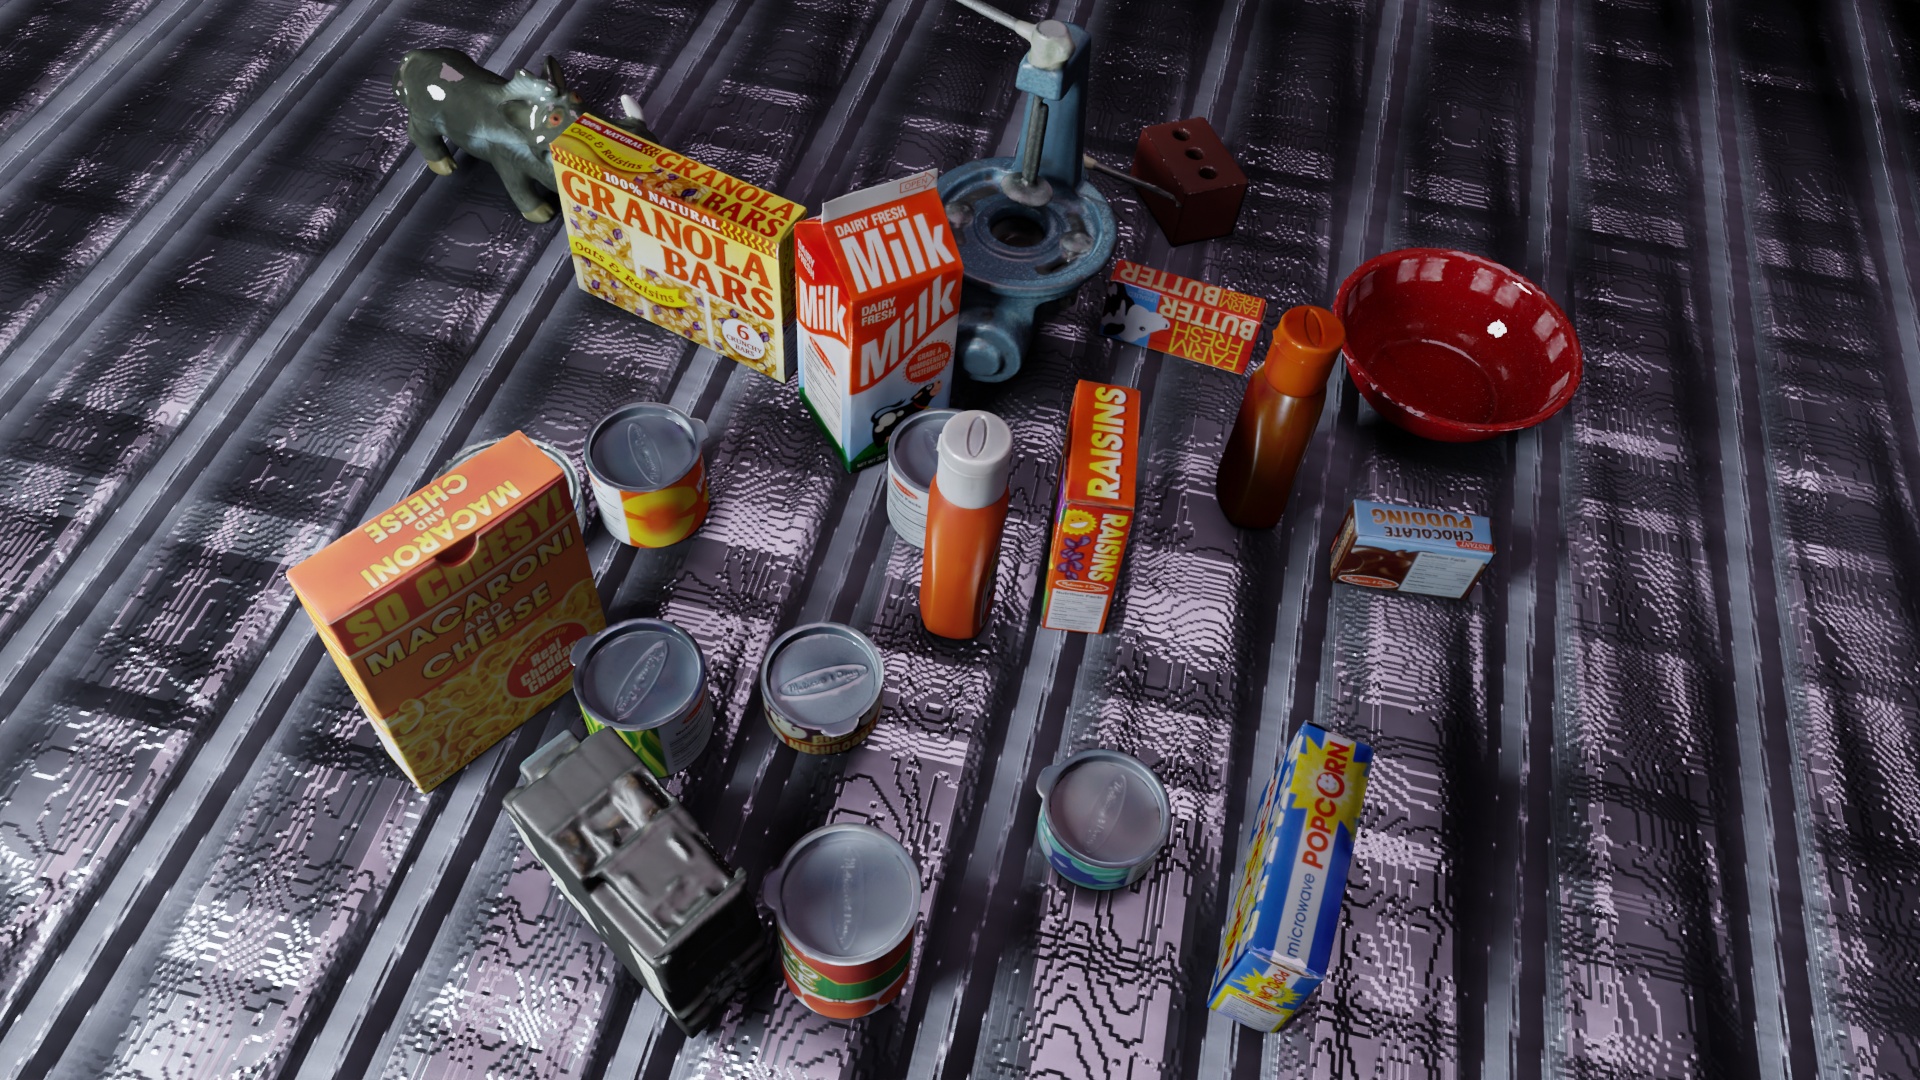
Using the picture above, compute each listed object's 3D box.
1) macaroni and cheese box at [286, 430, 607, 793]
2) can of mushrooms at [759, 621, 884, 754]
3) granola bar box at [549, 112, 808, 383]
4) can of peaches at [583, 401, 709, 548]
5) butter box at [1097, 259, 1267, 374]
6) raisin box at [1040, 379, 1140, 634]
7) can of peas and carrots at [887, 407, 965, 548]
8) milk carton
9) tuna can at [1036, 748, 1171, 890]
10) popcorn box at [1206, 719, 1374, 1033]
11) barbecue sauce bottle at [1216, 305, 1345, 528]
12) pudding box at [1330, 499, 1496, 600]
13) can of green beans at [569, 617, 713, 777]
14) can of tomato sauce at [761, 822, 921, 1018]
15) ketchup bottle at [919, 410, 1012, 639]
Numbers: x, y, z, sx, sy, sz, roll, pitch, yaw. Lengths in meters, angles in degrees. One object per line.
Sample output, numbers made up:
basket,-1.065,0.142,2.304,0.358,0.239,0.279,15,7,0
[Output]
macaroni and cheese box,-0.241,0.040,0.686,0.040,0.165,0.124,40,61,22
can of mushrooms,-0.074,0.082,0.751,0.071,0.033,0.071,2,54,-3
granola bar box,-0.173,-0.184,0.879,0.166,0.123,0.039,26,56,13
can of peaches,-0.180,-0.038,0.814,0.071,0.057,0.071,2,54,-3
butter box,0.147,-0.148,0.924,0.103,0.052,0.024,17,55,8
raisin box,0.072,-0.017,0.779,0.040,0.122,0.086,8,54,1
can of peas and carrots,-0.008,-0.037,0.827,0.071,0.058,0.071,2,54,-3
milk carton,-0.049,-0.133,0.812,0.072,0.189,0.073,-23,59,-20
tuna can,0.071,0.143,0.719,0.071,0.032,0.071,2,54,-3
popcorn box,0.161,0.165,0.679,0.038,0.084,0.127,19,55,9
barbecue sauce bottle,0.186,-0.073,0.814,0.044,0.147,0.065,4,54,-2
pudding box,0.267,0.006,0.824,0.084,0.049,0.030,7,54,1
can of green beans,-0.165,0.083,0.728,0.071,0.057,0.071,2,54,-3
can of tomato sauce,-0.055,0.180,0.651,0.071,0.082,0.071,2,54,-3
ketchup bottle,0.003,-0.009,0.752,0.043,0.148,0.065,9,54,2
